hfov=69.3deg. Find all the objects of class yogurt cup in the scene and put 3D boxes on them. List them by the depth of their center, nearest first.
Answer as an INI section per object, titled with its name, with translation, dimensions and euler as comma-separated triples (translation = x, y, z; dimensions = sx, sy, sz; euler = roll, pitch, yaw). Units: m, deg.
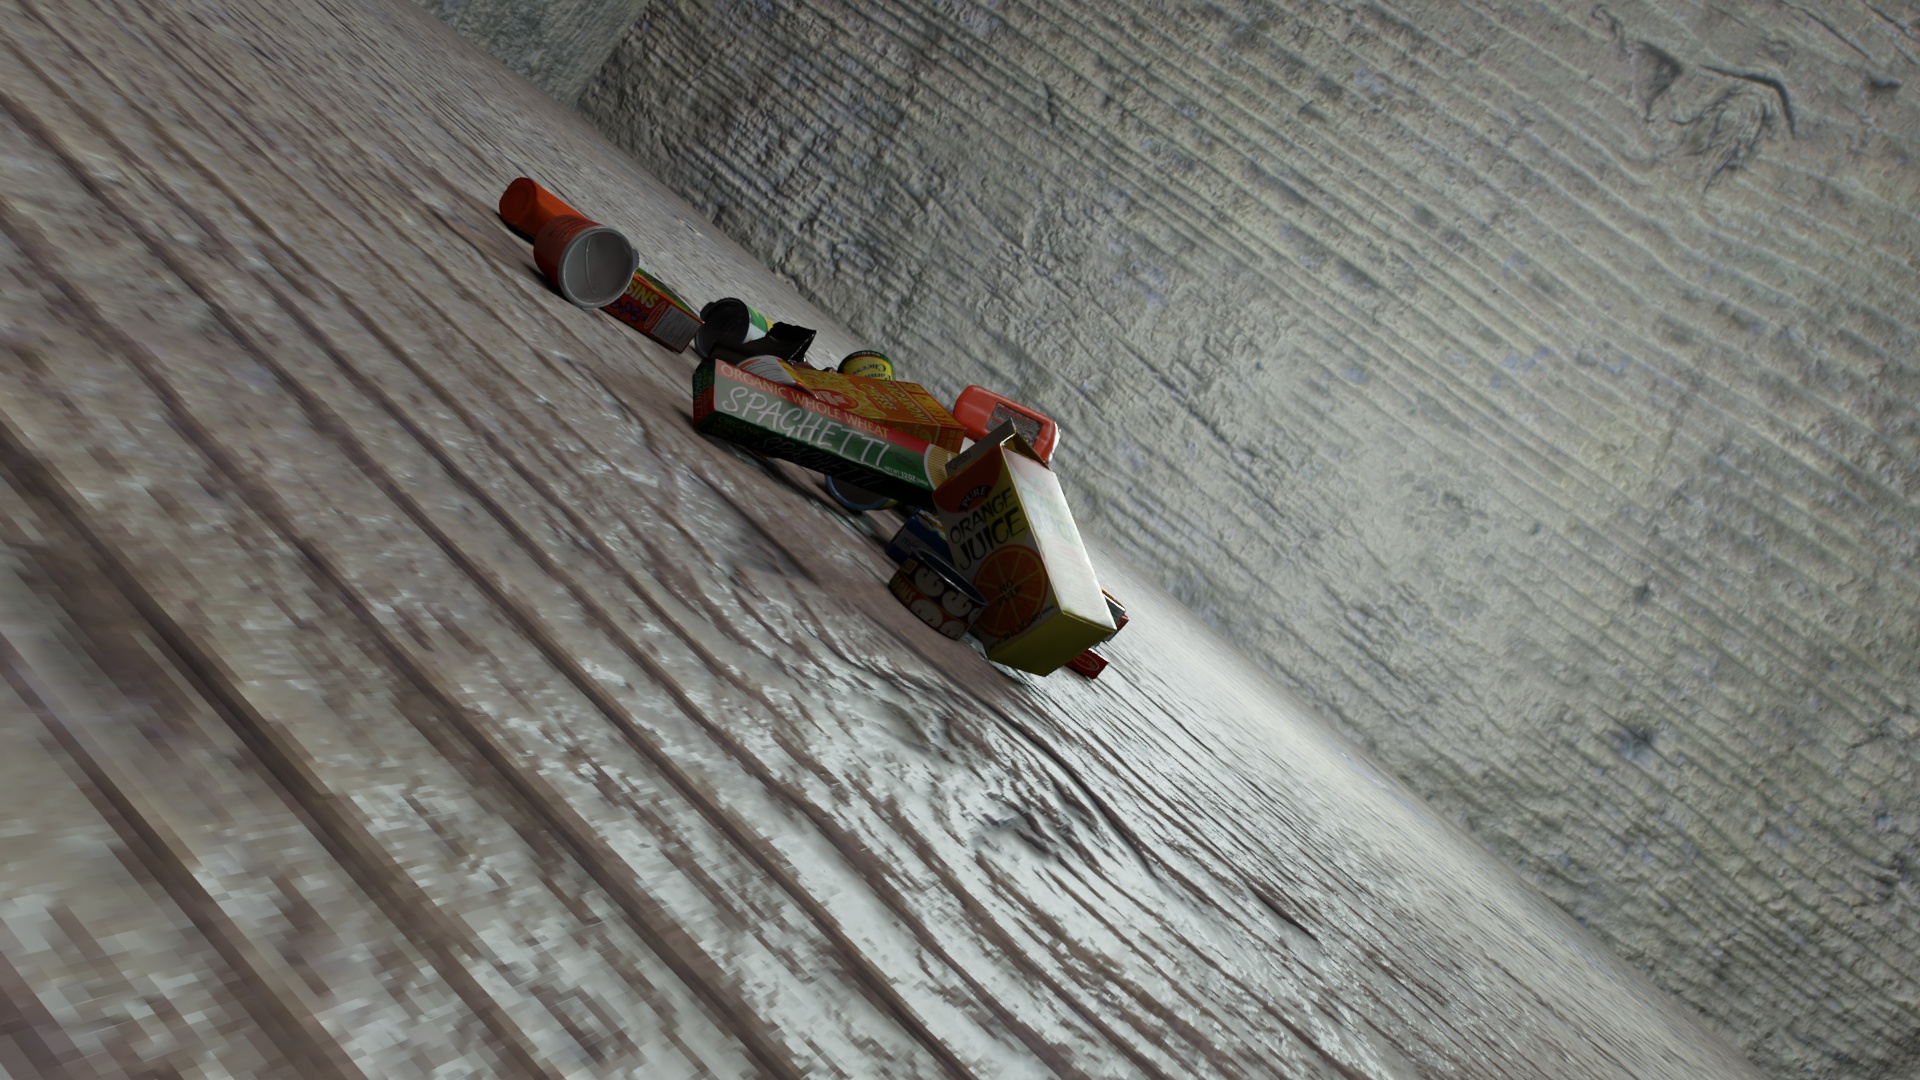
[yogurt cup]
translation = -0.303, -0.226, 1.107
dimensions = 0.054, 0.072, 0.072
euler = 33, 2, 34

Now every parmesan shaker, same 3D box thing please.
[parmesan shaker]
translation = -0.102, -0.149, 1.498
dimensions = 0.071, 0.071, 0.103
euler = 34, 31, -36

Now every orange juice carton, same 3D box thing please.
[orange juice carton]
translation = 0.040, -0.001, 1.040
dimensions = 0.073, 0.071, 0.193
euler = 23, 39, -47

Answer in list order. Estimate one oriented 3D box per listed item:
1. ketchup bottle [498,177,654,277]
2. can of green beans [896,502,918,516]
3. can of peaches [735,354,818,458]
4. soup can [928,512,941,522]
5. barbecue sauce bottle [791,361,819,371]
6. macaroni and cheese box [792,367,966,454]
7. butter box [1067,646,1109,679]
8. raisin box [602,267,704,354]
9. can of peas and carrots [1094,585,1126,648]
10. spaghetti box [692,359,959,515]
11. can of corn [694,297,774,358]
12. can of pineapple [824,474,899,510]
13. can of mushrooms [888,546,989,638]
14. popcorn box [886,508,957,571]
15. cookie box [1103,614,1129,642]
[ketchup bottle]
translation = -0.346, -0.272, 1.269
dimensions = 0.148, 0.043, 0.065
euler = 31, 10, -46
[can of green beans]
translation = -0.027, -0.048, 1.348
dimensions = 0.058, 0.071, 0.071
euler = 35, 7, -22
[can of peaches]
translation = -0.147, -0.103, 1.088
dimensions = 0.071, 0.071, 0.058
euler = 34, 8, -36
[soup can]
translation = 0.005, 0.000, 1.207
dimensions = 0.084, 0.071, 0.071
euler = 40, 7, 26
[barbecue sauce bottle]
translation = -0.164, -0.154, 1.440
dimensions = 0.065, 0.043, 0.149
euler = 32, 8, -9
[macaroni and cheese box]
translation = -0.096, -0.119, 1.304
dimensions = 0.167, 0.040, 0.124
euler = 5, 24, -29
[butter box]
translation = 0.085, 0.081, 1.248
dimensions = 0.053, 0.024, 0.104
euler = 33, 8, -40
[raisin box]
translation = -0.295, -0.221, 1.214
dimensions = 0.086, 0.040, 0.123
euler = 44, 8, 37
[can of peas and carrots]
translation = 0.118, 0.069, 1.357
dimensions = 0.071, 0.058, 0.071
euler = 38, 6, -5
[spaghetti box]
translation = -0.090, -0.072, 1.062
dimensions = 0.250, 0.028, 0.050
euler = 19, 51, -36
[can of corn]
translation = -0.214, -0.194, 1.341
dimensions = 0.071, 0.071, 0.058
euler = 42, 7, 33
[can of pineapple]
translation = -0.077, -0.057, 1.155
dimensions = 0.071, 0.071, 0.058
euler = 39, 6, 6
[can of mushrooms]
translation = -0.017, 0.036, 0.974
dimensions = 0.071, 0.033, 0.071
euler = 38, 7, -5
[popcorn box]
translation = 0.003, 0.027, 1.116
dimensions = 0.127, 0.038, 0.085
euler = 38, 5, -2
[cookie box]
translation = 0.099, 0.040, 1.527
dimensions = 0.168, 0.040, 0.123
euler = 41, 7, 24
